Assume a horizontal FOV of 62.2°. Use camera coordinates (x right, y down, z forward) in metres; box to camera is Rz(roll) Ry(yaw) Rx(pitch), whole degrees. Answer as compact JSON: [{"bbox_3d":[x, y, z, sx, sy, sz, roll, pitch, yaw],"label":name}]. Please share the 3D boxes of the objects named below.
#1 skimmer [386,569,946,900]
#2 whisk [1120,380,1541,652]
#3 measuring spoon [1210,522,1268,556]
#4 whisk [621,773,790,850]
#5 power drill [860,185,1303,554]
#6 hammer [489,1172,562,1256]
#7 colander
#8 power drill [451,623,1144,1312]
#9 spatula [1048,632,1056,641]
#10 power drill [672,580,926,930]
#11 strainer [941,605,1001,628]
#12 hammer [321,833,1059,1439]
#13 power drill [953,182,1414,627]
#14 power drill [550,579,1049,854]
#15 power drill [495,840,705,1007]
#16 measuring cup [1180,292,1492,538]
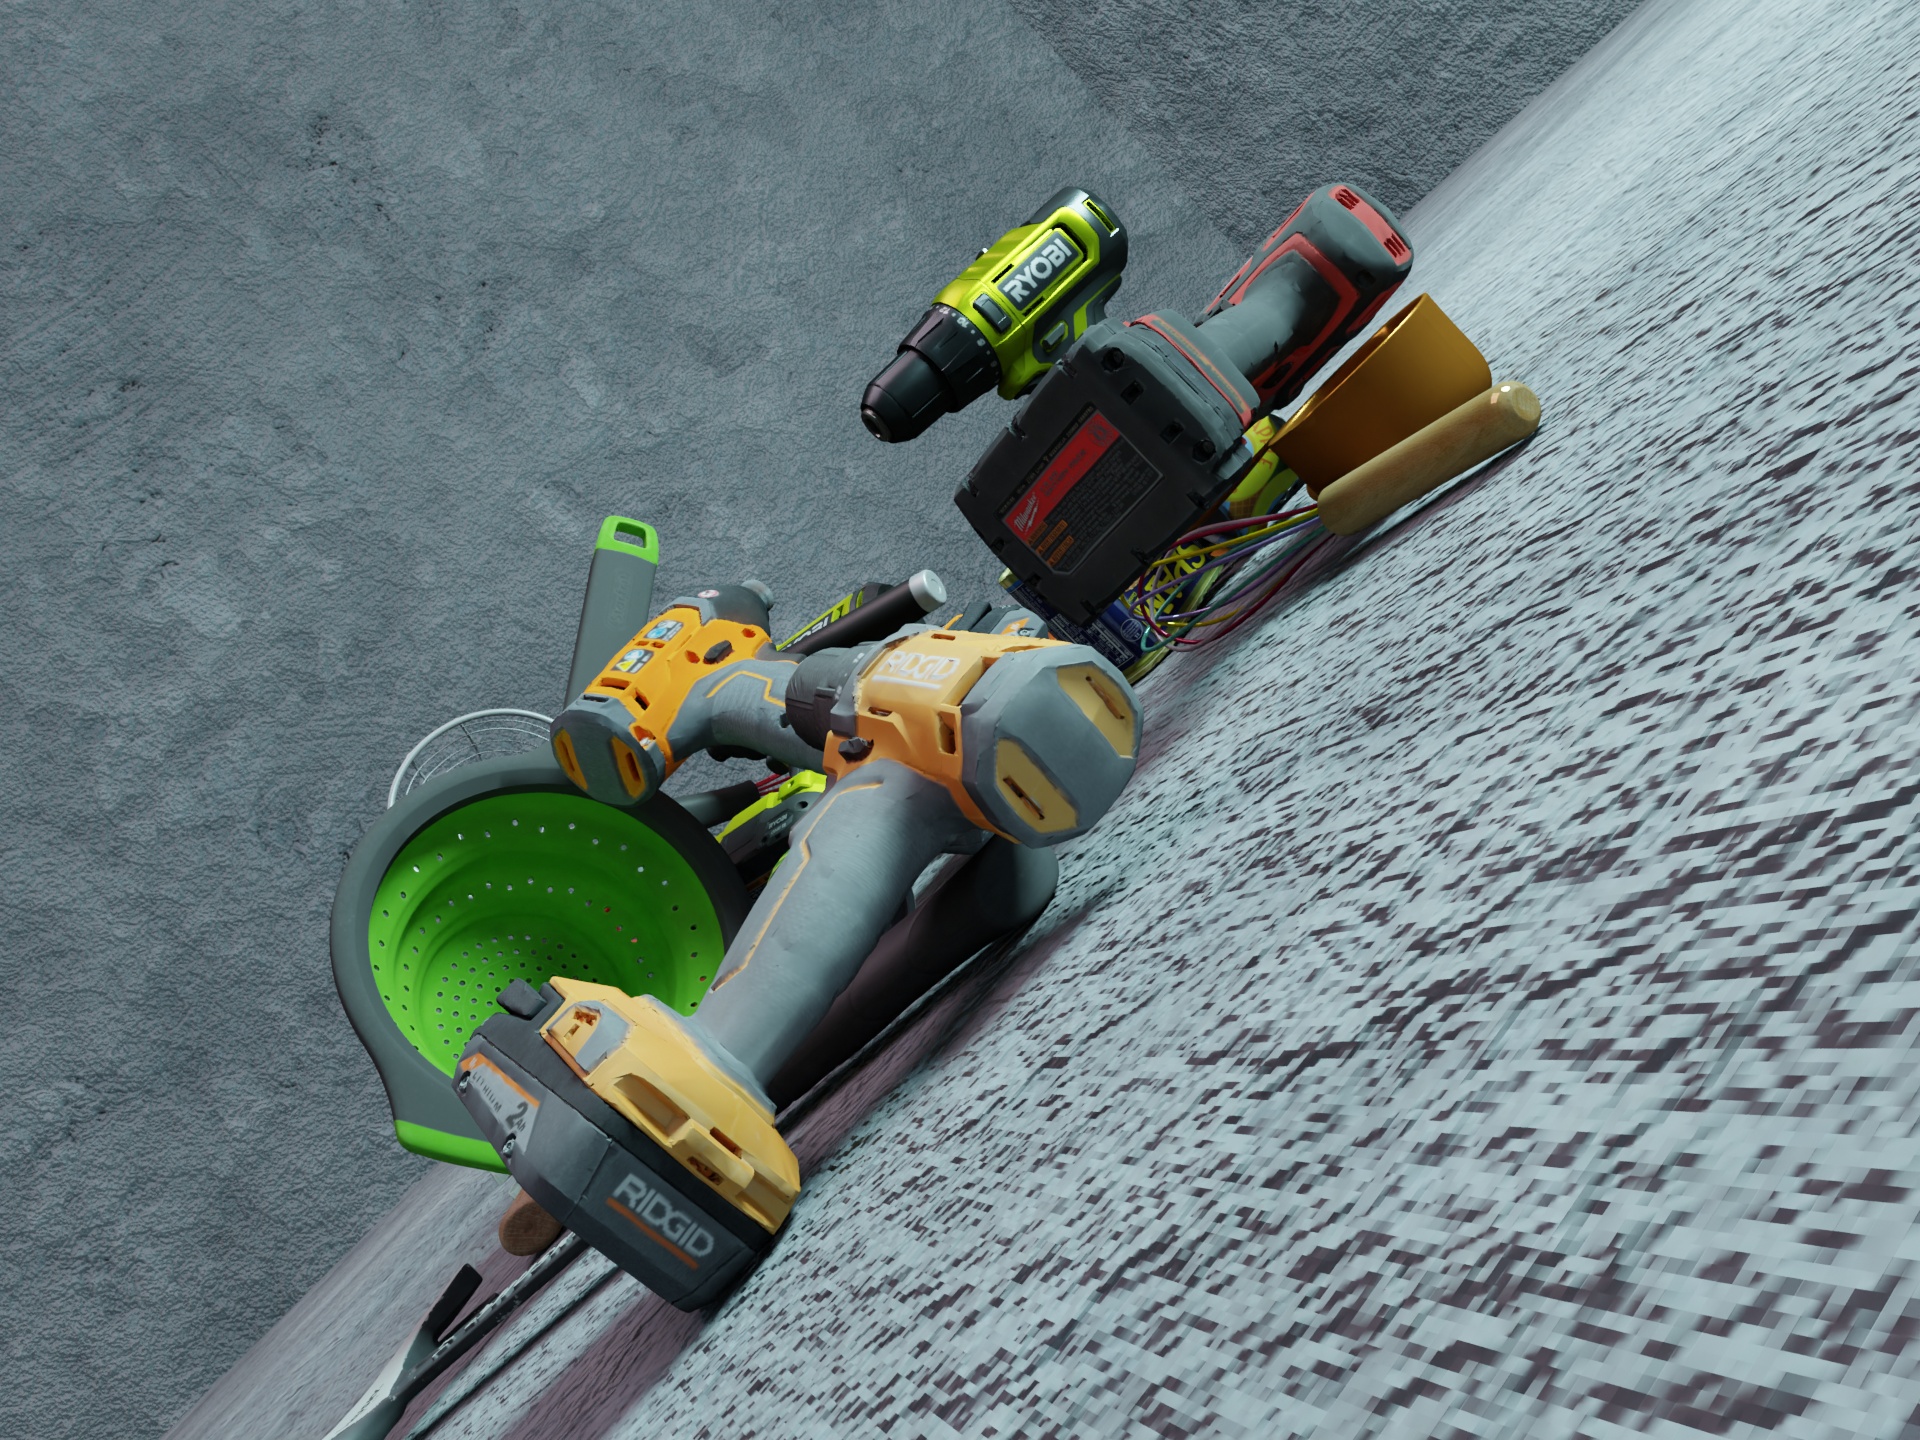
[{"bbox_3d":[-0.176,-0.003,0.918,0.363,0.127,0.090,-27,-26,24],"label":"skimmer"},{"bbox_3d":[0.136,-0.077,0.641,0.051,0.047,0.245,-45,7,-28],"label":"whisk"},{"bbox_3d":[0.130,-0.072,0.887,0.117,0.011,0.021,-47,21,7],"label":"measuring spoon"},{"bbox_3d":[-0.122,0.047,1.072,0.295,0.073,0.073,-15,-12,-31],"label":"whisk"},{"bbox_3d":[0.072,-0.175,0.936,0.190,0.228,0.080,-45,4,-14],"label":"power drill"},{"bbox_3d":[-0.247,0.268,0.978,0.130,0.031,0.331,-44,4,-7],"label":"hammer"},{"bbox_3d":[-0.209,0.061,0.841,0.094,0.204,0.398,126,153,-47],"label":"colander"},{"bbox_3d":[-0.062,0.058,0.532,0.226,0.084,0.185,-50,26,-15],"label":"power drill"},{"bbox_3d":[-0.025,0.040,1.049,0.322,0.041,0.081,-44,15,27],"label":"spatula"},{"bbox_3d":[-0.101,0.033,0.948,0.171,0.080,0.223,-33,32,27],"label":"power drill"},{"bbox_3d":[-0.001,-0.003,0.945,0.259,0.050,0.086,-87,18,-61],"label":"strainer"},{"bbox_3d":[-0.116,0.174,0.614,0.409,0.036,0.149,-42,3,19],"label":"hammer"},{"bbox_3d":[0.093,-0.132,0.706,0.227,0.080,0.188,-44,-1,-43],"label":"power drill"},{"bbox_3d":[-0.070,-0.016,0.798,0.226,0.084,0.164,7,38,23],"label":"power drill"},{"bbox_3d":[-0.212,0.156,1.007,0.078,0.143,0.220,-32,7,5],"label":"power drill"},{"bbox_3d":[0.159,-0.110,0.694,0.095,0.052,0.173,-47,1,-37],"label":"measuring cup"}]
